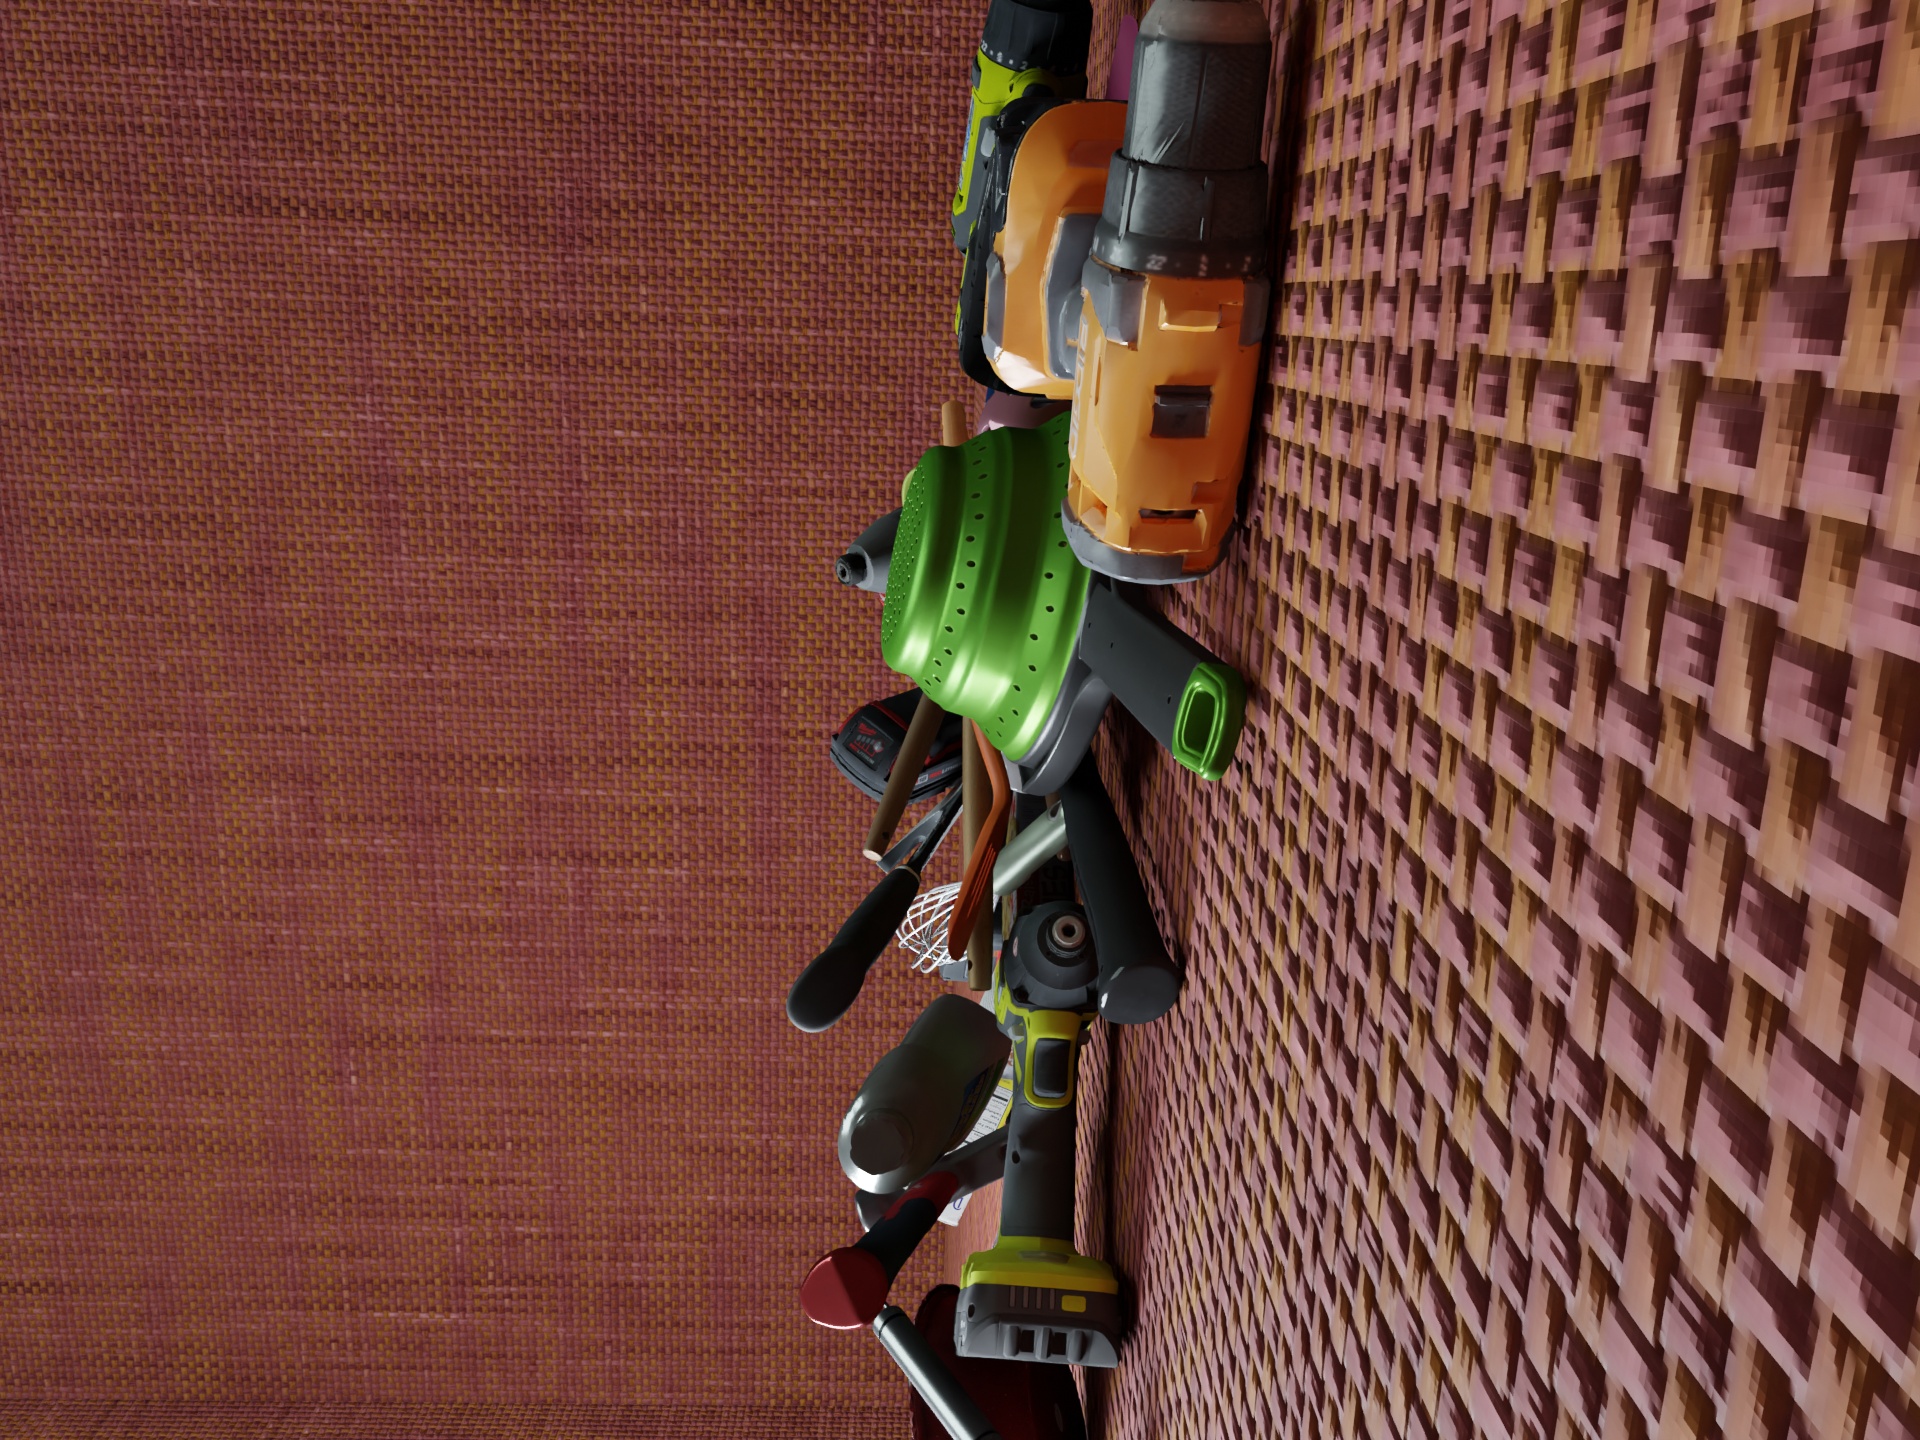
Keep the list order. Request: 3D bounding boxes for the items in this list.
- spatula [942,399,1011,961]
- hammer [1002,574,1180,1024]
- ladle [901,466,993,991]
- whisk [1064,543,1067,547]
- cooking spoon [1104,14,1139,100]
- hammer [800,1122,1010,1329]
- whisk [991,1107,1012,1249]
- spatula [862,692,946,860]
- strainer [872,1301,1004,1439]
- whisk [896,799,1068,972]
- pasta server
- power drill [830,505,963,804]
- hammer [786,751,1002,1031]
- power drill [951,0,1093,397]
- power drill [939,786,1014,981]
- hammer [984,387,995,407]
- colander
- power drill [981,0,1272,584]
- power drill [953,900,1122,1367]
[{"bbox_3d":[0.001,-0.030,0.891,0.081,0.041,0.323,70,-166,-74],"label":"spatula"},{"bbox_3d":[0.063,0.035,0.785,0.335,0.035,0.146,-100,21,-65],"label":"hammer"},{"bbox_3d":[-0.001,-0.003,0.934,0.078,0.062,0.320,148,125,-60],"label":"ladle"},{"bbox_3d":[0.063,-0.146,1.046,0.051,0.047,0.244,-72,-17,-52],"label":"whisk"},{"bbox_3d":[0.080,-0.212,0.870,0.069,0.017,0.318,-105,16,-62],"label":"cooking spoon"},{"bbox_3d":[-0.018,0.284,0.919,0.038,0.143,0.386,64,-179,10],"label":"hammer"},{"bbox_3d":[0.041,0.346,1.096,0.285,0.070,0.070,-81,-5,-61],"label":"whisk"},{"bbox_3d":[-0.004,-0.049,1.030,0.018,0.059,0.316,-21,41,52],"label":"spatula"},{"bbox_3d":[0.020,0.354,0.759,0.259,0.050,0.086,33,121,52],"label":"strainer"},{"bbox_3d":[0.021,0.104,1.011,0.246,0.059,0.058,-47,16,52],"label":"whisk"},{"bbox_3d":[0.050,-0.051,0.951,0.060,0.040,0.316,21,132,43],"label":"pasta server"},{"bbox_3d":[-0.030,-0.053,1.132,0.079,0.143,0.219,36,134,38],"label":"power drill"},{"bbox_3d":[-0.036,0.096,0.975,0.149,0.036,0.409,-50,0,16],"label":"hammer"},{"bbox_3d":[0.040,-0.292,0.819,0.229,0.080,0.190,-94,12,-46],"label":"power drill"},{"bbox_3d":[0.031,0.081,1.272,0.187,0.080,0.227,96,178,-63],"label":"power drill"},{"bbox_3d":[0.033,-0.275,1.069,0.144,0.035,0.406,58,-144,-69],"label":"hammer"},{"bbox_3d":[0.027,-0.051,0.694,0.397,0.094,0.204,-117,39,-74],"label":"colander"},{"bbox_3d":[0.061,-0.177,0.585,0.226,0.084,0.185,-101,12,-60],"label":"power drill"},{"bbox_3d":[0.044,0.210,0.819,0.171,0.080,0.223,94,180,-68],"label":"power drill"}]
